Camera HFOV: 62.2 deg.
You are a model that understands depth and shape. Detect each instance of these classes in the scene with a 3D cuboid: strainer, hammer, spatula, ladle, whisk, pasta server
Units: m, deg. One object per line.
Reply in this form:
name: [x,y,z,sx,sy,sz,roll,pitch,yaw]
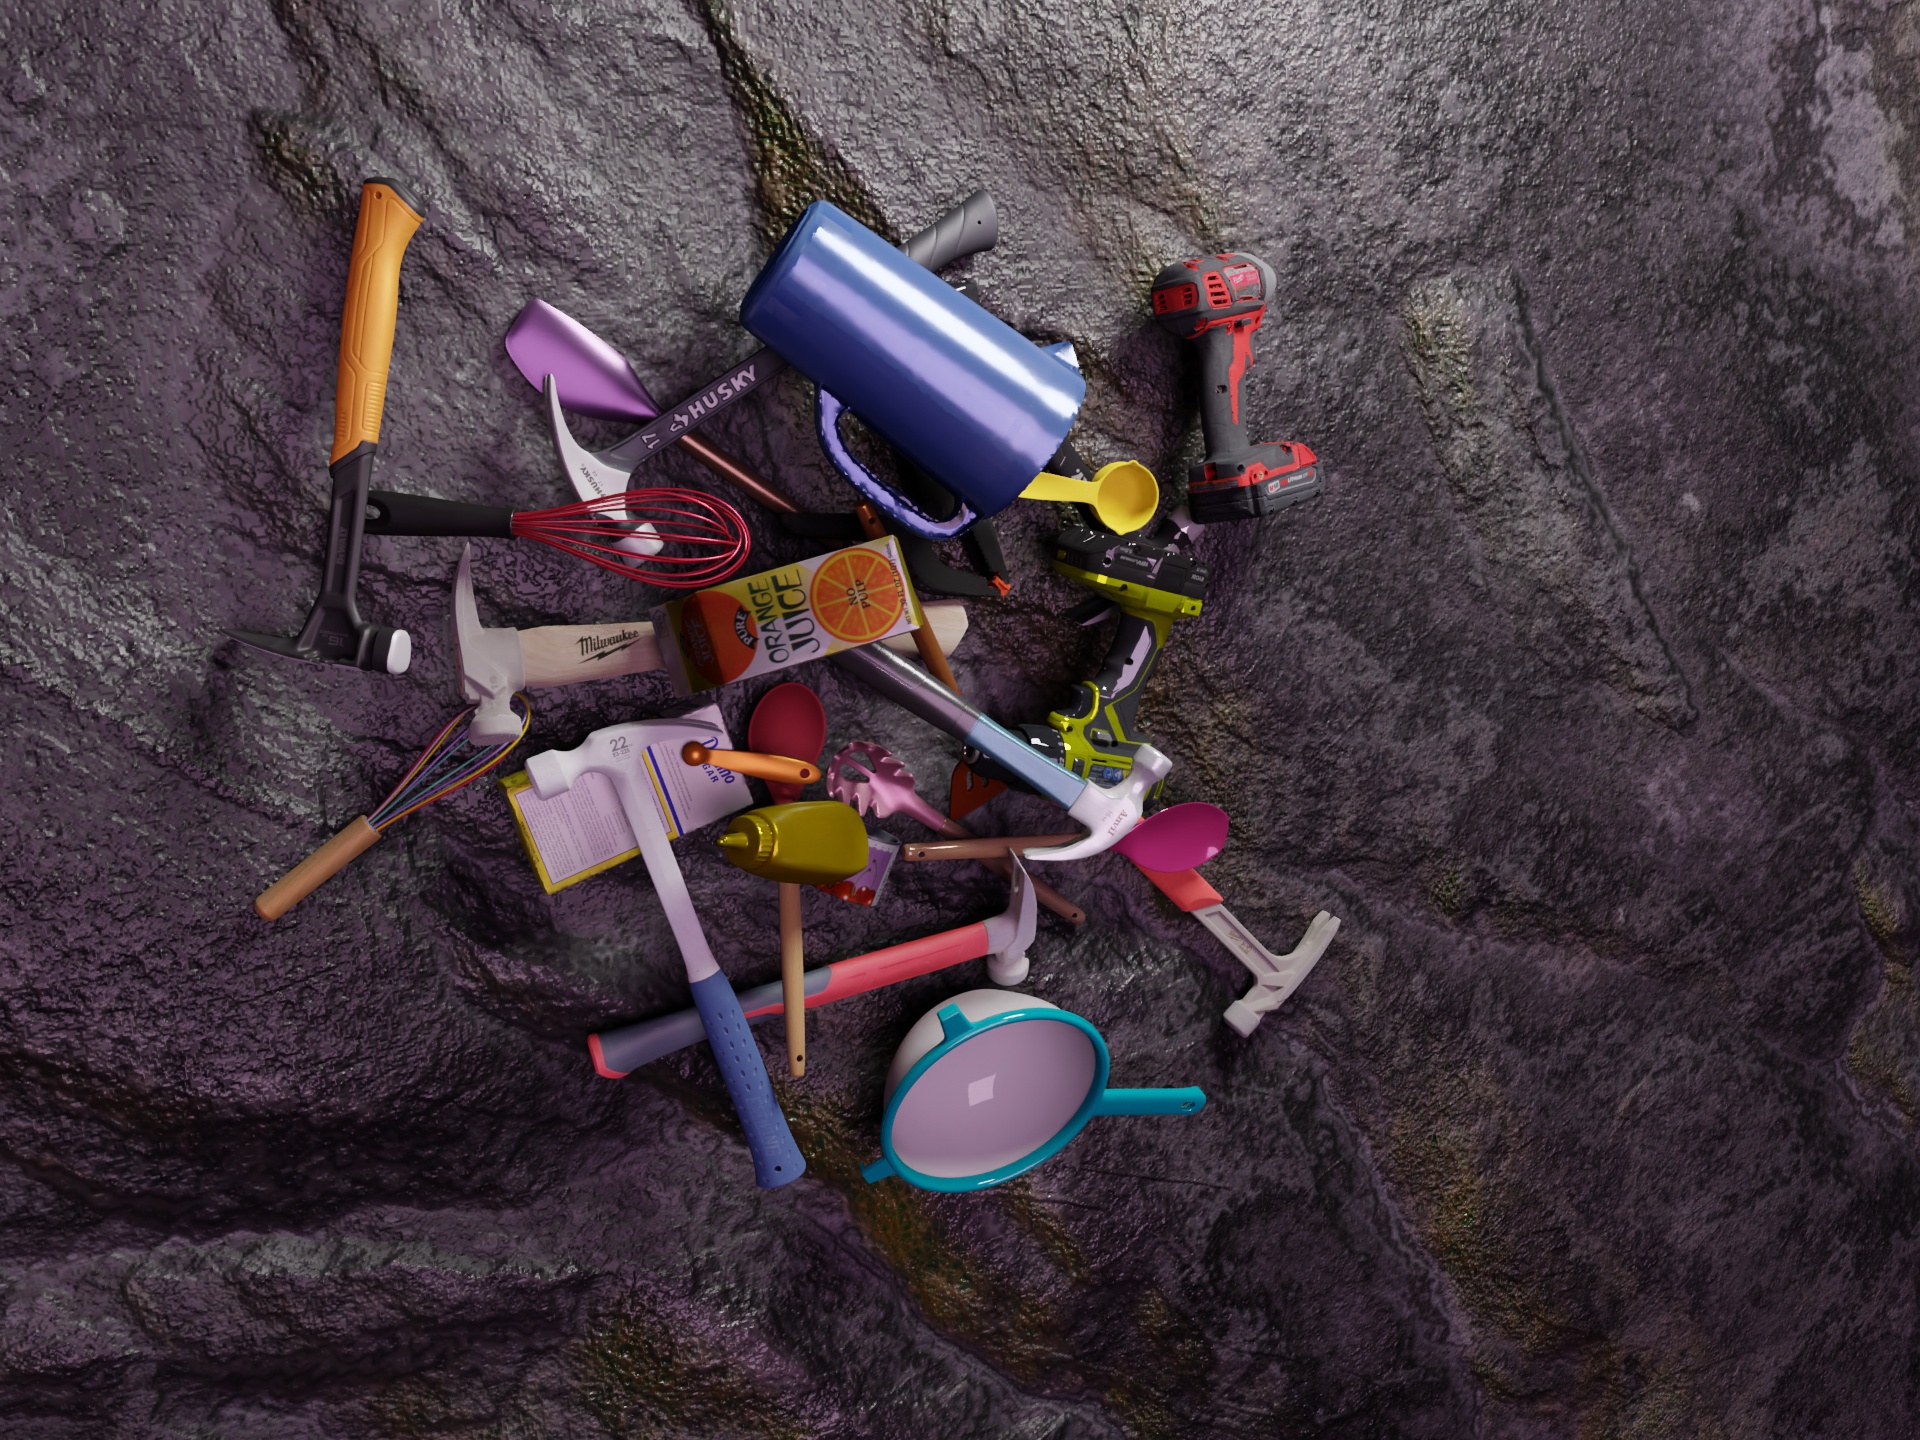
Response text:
strainer: [0.070,0.313,1.420,0.340,0.095,0.211,9,118,-33]
hammer: [-0.198,0.187,1.243,0.144,0.035,0.405,-22,109,-13]
spatula: [-0.205,-0.209,1.220,0.315,0.018,0.060,32,83,-26]
ladle: [-0.137,0.127,1.281,0.069,0.031,0.315,0,85,-30]
hammer: [-0.002,-0.004,1.249,0.331,0.033,0.128,33,94,-8]
spatula: [-0.022,-0.045,1.292,0.081,0.041,0.322,-33,124,-12]
whisk: [-0.297,-0.137,1.129,0.296,0.073,0.073,5,101,0]
hammer: [-0.118,0.212,1.323,0.386,0.038,0.143,-14,133,-18]
hammer: [-0.424,-0.205,1.099,0.127,0.034,0.337,9,92,5]
whisk: [-0.419,0.062,1.179,0.245,0.051,0.047,-40,94,-7]
hammer: [-0.131,-0.290,1.215,0.409,0.036,0.149,-38,110,-16]
hammer: [0.071,-0.224,1.313,0.146,0.035,0.334,-46,122,-8]
pasta server: [0.003,0.105,1.367,0.316,0.040,0.060,36,96,-31]
hammer: [0.209,0.142,1.477,0.149,0.037,0.358,-49,116,-7]
hammer: [-0.184,-0.074,1.239,0.410,0.038,0.146,-7,80,-28]

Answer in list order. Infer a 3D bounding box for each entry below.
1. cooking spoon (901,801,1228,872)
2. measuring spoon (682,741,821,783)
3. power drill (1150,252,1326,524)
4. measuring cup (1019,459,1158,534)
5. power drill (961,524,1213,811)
cooking spoon: [0.097,0.106,1.386,0.318,0.017,0.068,-1,112,-25]
measuring spoon: [-0.162,0.035,1.251,0.116,0.011,0.021,11,93,-27]
power drill: [0.240,-0.288,1.362,0.143,0.078,0.219,-24,106,-42]
measuring cup: [0.086,-0.190,1.303,0.156,0.029,0.062,5,103,-19]
power drill: [0.107,-0.040,1.322,0.190,0.080,0.228,10,100,-33]
